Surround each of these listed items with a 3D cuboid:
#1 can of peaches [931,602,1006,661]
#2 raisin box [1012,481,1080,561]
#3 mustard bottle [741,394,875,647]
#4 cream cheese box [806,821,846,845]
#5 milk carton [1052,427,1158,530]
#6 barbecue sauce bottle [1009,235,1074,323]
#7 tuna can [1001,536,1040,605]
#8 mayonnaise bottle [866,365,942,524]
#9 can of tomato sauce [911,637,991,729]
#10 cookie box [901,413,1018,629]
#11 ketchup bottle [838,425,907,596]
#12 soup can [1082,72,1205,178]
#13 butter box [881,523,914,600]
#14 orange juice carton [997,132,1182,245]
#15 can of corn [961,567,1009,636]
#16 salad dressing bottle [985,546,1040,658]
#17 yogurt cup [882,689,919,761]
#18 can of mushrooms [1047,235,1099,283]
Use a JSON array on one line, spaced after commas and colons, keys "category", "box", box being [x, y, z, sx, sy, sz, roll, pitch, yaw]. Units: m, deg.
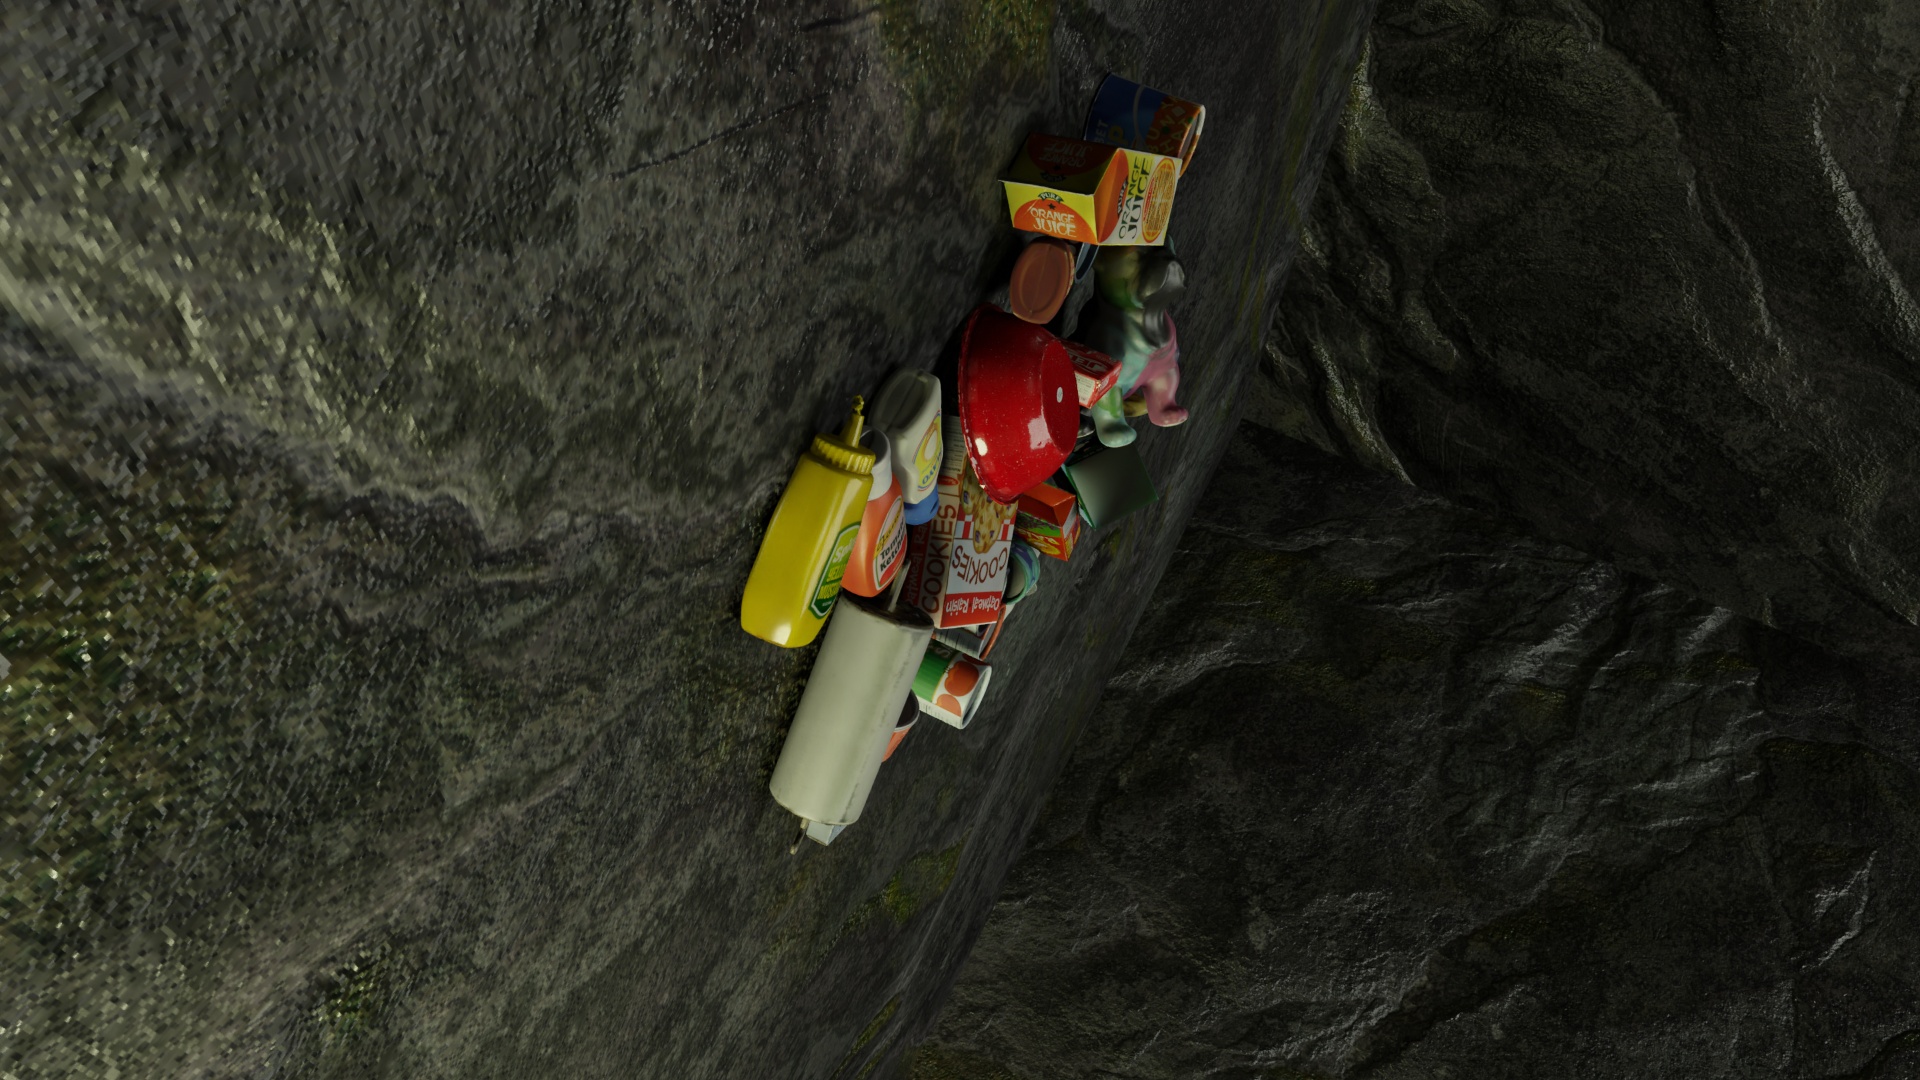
[{"category": "can of peaches", "box": [0.007, 0.079, 1.376, 0.071, 0.058, 0.071, -59, 165, -27]}, {"category": "raisin box", "box": [0.074, -0.025, 1.401, 0.123, 0.086, 0.040, 67, 46, -72]}, {"category": "mustard bottle", "box": [-0.087, -0.014, 0.857, 0.160, 0.049, 0.065, -69, 168, 11]}, {"category": "cream cheese box", "box": [-0.104, 0.216, 1.245, 0.103, 0.024, 0.053, -70, 168, 17]}, {"category": "milk carton", "box": [0.132, -0.080, 1.423, 0.072, 0.073, 0.191, -26, -162, -1]}, {"category": "barbecue sauce bottle", "box": [0.068, -0.210, 1.104, 0.149, 0.044, 0.064, -62, 167, -74]}, {"category": "tuna can", "box": [0.047, 0.033, 1.429, 0.033, 0.071, 0.070, -43, 153, -57]}, {"category": "mayonnaise bottle", "box": [-0.036, -0.061, 0.996, 0.147, 0.041, 0.065, 86, 29, -63]}, {"category": "can of tomato sauce", "box": [-0.021, 0.126, 1.289, 0.071, 0.083, 0.071, -60, 166, -26]}, {"category": "cookie box", "box": [0.004, -0.014, 1.131, 0.123, 0.040, 0.167, 3, 97, -67]}, {"category": "ketchup bottle", "box": [-0.064, -0.022, 0.949, 0.148, 0.043, 0.065, 90, 25, -59]}, {"category": "soup can", "box": [0.153, -0.344, 1.165, 0.071, 0.084, 0.071, -60, 166, -25]}, {"category": "butter box", "box": [-0.056, 0.040, 1.130, 0.053, 0.024, 0.103, -50, 160, -53]}, {"category": "orange juice carton", "box": [0.100, -0.268, 1.064, 0.193, 0.072, 0.072, -23, 127, -61]}, {"category": "can of corn", "box": [0.006, 0.047, 1.313, 0.071, 0.058, 0.070, -60, 165, -27]}, {"category": "salad dressing bottle", "box": [0.038, 0.061, 1.506, 0.148, 0.044, 0.064, -64, 169, -7]}, {"category": "yogurt cup", "box": [-0.074, 0.150, 1.167, 0.073, 0.072, 0.053, -48, 166, -54]}, {"category": "can of mushrooms", "box": [0.099, -0.262, 1.206, 0.071, 0.033, 0.070, -59, 165, -26]}]
